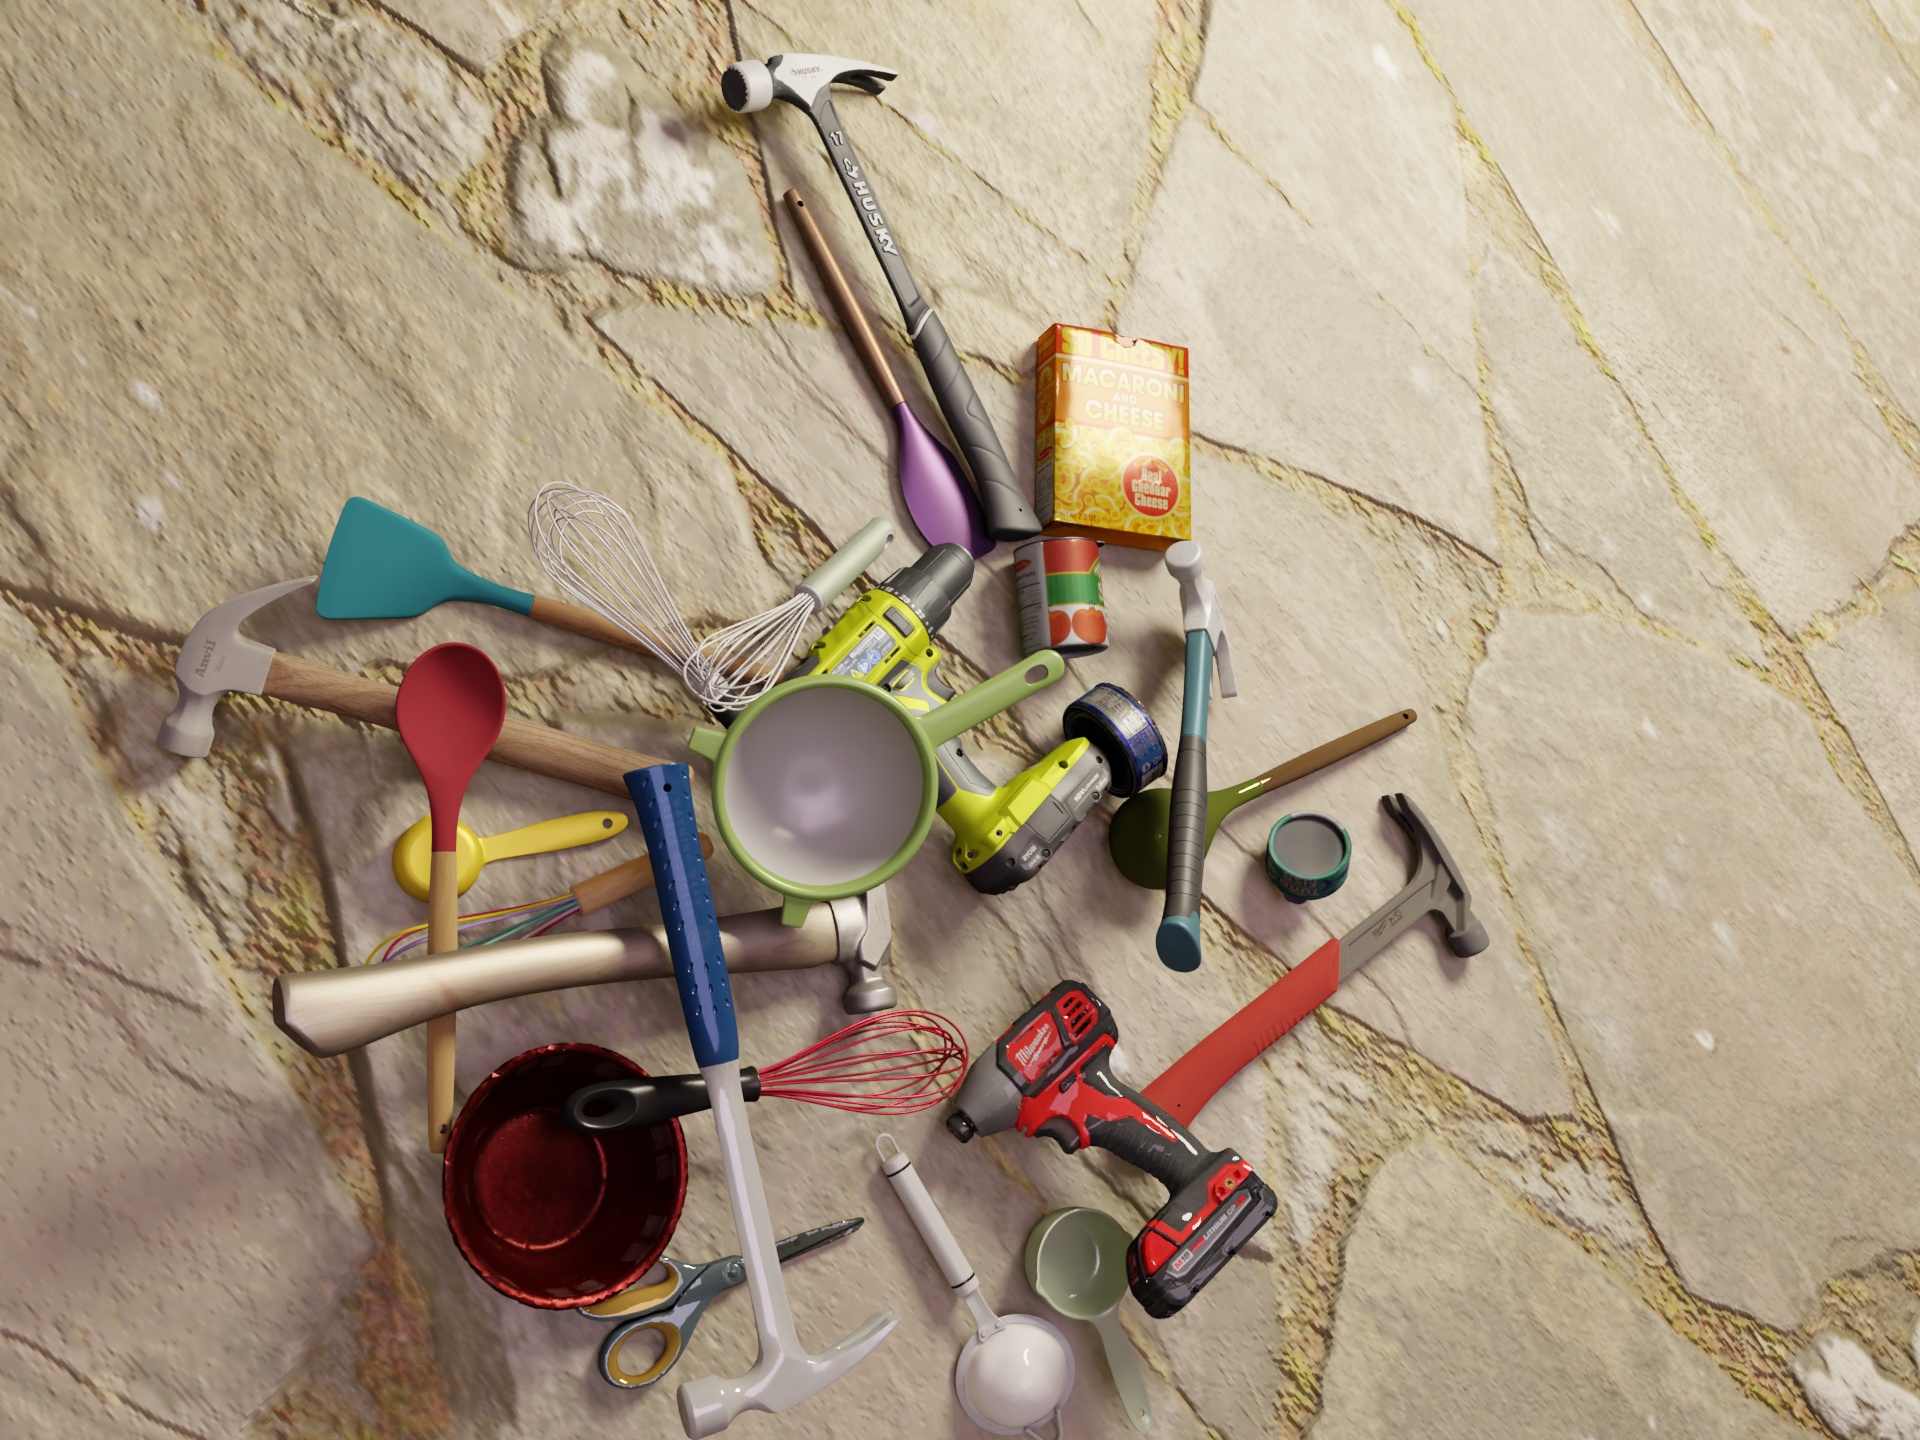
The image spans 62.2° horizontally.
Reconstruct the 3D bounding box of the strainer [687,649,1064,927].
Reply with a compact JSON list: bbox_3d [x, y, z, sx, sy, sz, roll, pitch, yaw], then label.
[{"bbox_3d":[-0.049,0.016,1.079,0.256,0.069,0.151,-29,103,-10],"label":"strainer"}]

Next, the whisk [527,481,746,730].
[{"bbox_3d":[-0.192,-0.048,1.089,0.070,0.070,0.284,-48,116,-22],"label":"whisk"}]

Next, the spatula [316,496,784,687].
[{"bbox_3d":[-0.269,-0.068,1.092,0.317,0.044,0.082,16,94,-20],"label":"spatula"}]

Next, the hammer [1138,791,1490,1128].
[{"bbox_3d":[0.265,0.205,1.255,0.359,0.037,0.149,-32,92,-24],"label":"hammer"}]

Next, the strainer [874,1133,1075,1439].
[{"bbox_3d":[0.006,0.405,1.117,0.087,0.050,0.258,-30,89,-9],"label":"strainer"}]

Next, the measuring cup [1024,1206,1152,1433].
[{"bbox_3d":[0.099,0.432,1.149,0.083,0.038,0.167,-20,90,-23],"label":"measuring cup"}]

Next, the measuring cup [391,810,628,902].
[{"bbox_3d":[-0.297,0.081,1.060,0.156,0.029,0.062,-12,85,-21],"label":"measuring cup"}]

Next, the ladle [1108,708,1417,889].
[{"bbox_3d":[0.252,0.051,1.281,0.320,0.062,0.078,-21,69,-30],"label":"ladle"}]

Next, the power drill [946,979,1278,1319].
[{"bbox_3d":[0.101,0.303,1.121,0.143,0.078,0.220,-38,71,-20],"label":"power drill"}]

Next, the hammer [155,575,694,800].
[{"bbox_3d":[-0.336,0.000,1.047,0.331,0.031,0.130,18,96,-22],"label":"hammer"}]

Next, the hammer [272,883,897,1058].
[{"bbox_3d":[-0.224,0.143,1.024,0.410,0.038,0.146,-3,80,-36],"label":"hammer"}]

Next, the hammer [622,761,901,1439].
[{"bbox_3d":[-0.145,0.226,1.006,0.144,0.035,0.405,-11,85,-25],"label":"hammer"}]

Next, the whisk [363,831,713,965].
[{"bbox_3d":[-0.276,0.126,1.055,0.245,0.051,0.047,-24,84,-26],"label":"whisk"}]

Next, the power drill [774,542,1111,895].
[{"bbox_3d":[-0.002,-0.004,1.169,0.228,0.080,0.190,45,67,-6],"label":"power drill"}]

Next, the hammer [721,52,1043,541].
[{"bbox_3d":[-0.036,-0.325,1.226,0.149,0.036,0.409,-27,93,-37],"label":"hammer"}]

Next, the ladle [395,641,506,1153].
[{"bbox_3d":[-0.322,0.108,0.994,0.069,0.031,0.315,4,80,-32],"label":"ladle"}]

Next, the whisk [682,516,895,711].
[{"bbox_3d":[-0.112,-0.081,1.118,0.059,0.057,0.246,27,43,13],"label":"whisk"}]

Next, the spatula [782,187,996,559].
[{"bbox_3d":[-0.061,-0.264,1.223,0.060,0.018,0.316,-27,92,-27],"label":"spatula"}]

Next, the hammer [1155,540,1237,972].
[{"bbox_3d":[0.170,0.029,1.171,0.128,0.033,0.331,60,31,-46],"label":"hammer"}]

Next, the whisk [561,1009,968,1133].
[{"bbox_3d":[-0.120,0.241,1.062,0.295,0.073,0.073,-2,81,-31],"label":"whisk"}]
